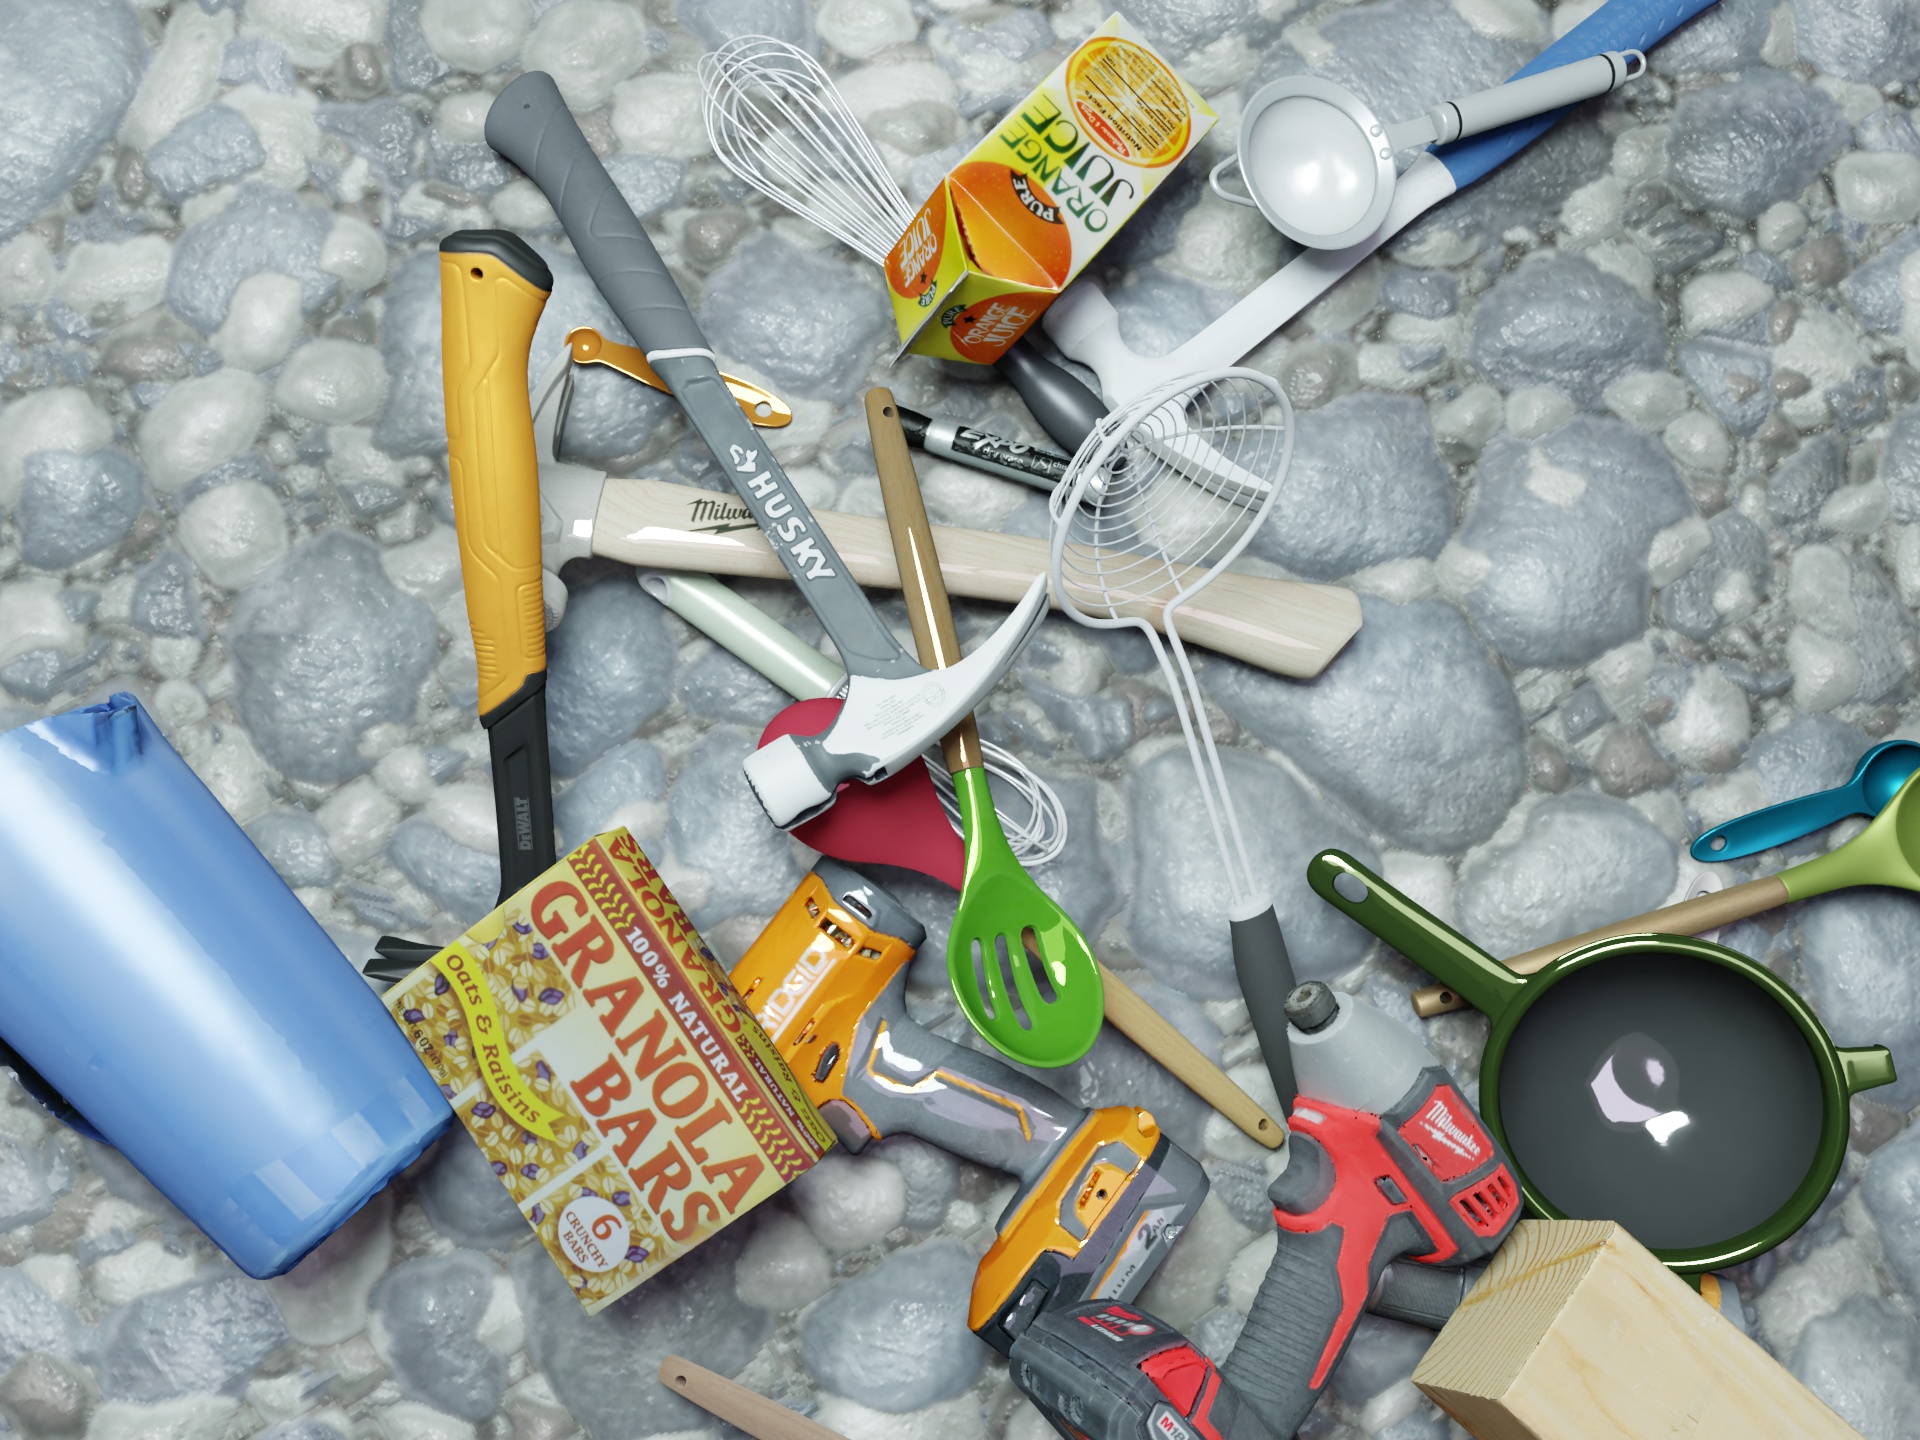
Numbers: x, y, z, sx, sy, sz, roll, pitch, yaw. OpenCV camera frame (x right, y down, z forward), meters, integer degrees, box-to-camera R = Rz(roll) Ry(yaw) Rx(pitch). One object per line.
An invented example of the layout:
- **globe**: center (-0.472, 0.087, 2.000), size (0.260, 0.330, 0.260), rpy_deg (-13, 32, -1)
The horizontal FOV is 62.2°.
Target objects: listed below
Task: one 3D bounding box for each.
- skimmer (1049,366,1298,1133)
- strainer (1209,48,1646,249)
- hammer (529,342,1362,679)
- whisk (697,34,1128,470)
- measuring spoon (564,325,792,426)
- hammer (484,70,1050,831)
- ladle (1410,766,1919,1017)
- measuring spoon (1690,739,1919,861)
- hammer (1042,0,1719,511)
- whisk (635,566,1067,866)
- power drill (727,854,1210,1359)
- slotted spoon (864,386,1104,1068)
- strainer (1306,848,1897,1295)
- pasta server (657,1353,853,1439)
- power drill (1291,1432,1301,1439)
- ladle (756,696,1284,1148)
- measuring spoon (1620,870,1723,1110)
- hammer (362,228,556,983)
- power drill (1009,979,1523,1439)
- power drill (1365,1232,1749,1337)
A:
- **skimmer**: center (0.128, 0.030, 0.695), size (0.127, 0.090, 0.363), rpy_deg (-23, 103, -25)
- **strainer**: center (0.229, -0.288, 0.779), size (0.258, 0.050, 0.087), rpy_deg (-21, 90, -12)
- **hammer**: center (-0.008, -0.085, 0.763), size (0.410, 0.038, 0.146), rpy_deg (8, 60, -8)
- **whisk**: center (-0.020, -0.227, 0.784), size (0.284, 0.070, 0.070), rpy_deg (44, 82, -3)
- **measuring spoon**: center (-0.139, -0.168, 0.789), size (0.117, 0.011, 0.021), rpy_deg (19, 77, -5)
- **hammer**: center (-0.113, -0.152, 0.718), size (0.149, 0.036, 0.409), rpy_deg (-30, 69, -6)
- **ladle**: center (0.373, 0.089, 0.761), size (0.320, 0.062, 0.078), rpy_deg (-18, 82, 0)
- **measuring spoon**: center (0.426, 0.043, 0.801), size (0.128, 0.021, 0.042), rpy_deg (-20, 103, 2)
- **hammer**: center (0.240, -0.269, 0.814), size (0.405, 0.035, 0.144), rpy_deg (-39, 87, -8)
- **whisk**: center (-0.053, -0.009, 0.760), size (0.246, 0.057, 0.059), rpy_deg (35, 47, 4)
- **power drill**: center (-0.022, 0.191, 0.717), size (0.226, 0.084, 0.164), rpy_deg (38, 82, 5)
- **slotted spoon**: center (-0.001, -0.002, 0.700), size (0.070, 0.031, 0.314), rpy_deg (-8, 77, -27)
- **strainer**: center (0.273, 0.138, 0.738), size (0.256, 0.069, 0.151), rpy_deg (36, 101, 14)
- **pasta server**: center (0.001, 0.334, 0.658), size (0.316, 0.040, 0.060), rpy_deg (16, 82, 24)
- **power drill**: center (0.058, 0.392, 0.673), size (0.223, 0.080, 0.171), rpy_deg (-21, 54, -7)
- **ladle**: center (0.036, 0.100, 0.724), size (0.315, 0.031, 0.069), rpy_deg (41, 72, -14)
- **measuring spoon**: center (0.354, 0.133, 0.786), size (0.034, 0.018, 0.124), rpy_deg (20, 75, 10)
- **hammer**: center (-0.200, -0.034, 0.678), size (0.127, 0.034, 0.336), rpy_deg (2, 111, -3)
- **power drill**: center (0.131, 0.220, 0.654), size (0.220, 0.078, 0.143), rpy_deg (-44, 108, -22)
- **power drill**: center (0.248, 0.344, 0.718), size (0.185, 0.084, 0.226), rpy_deg (13, 78, -3)
